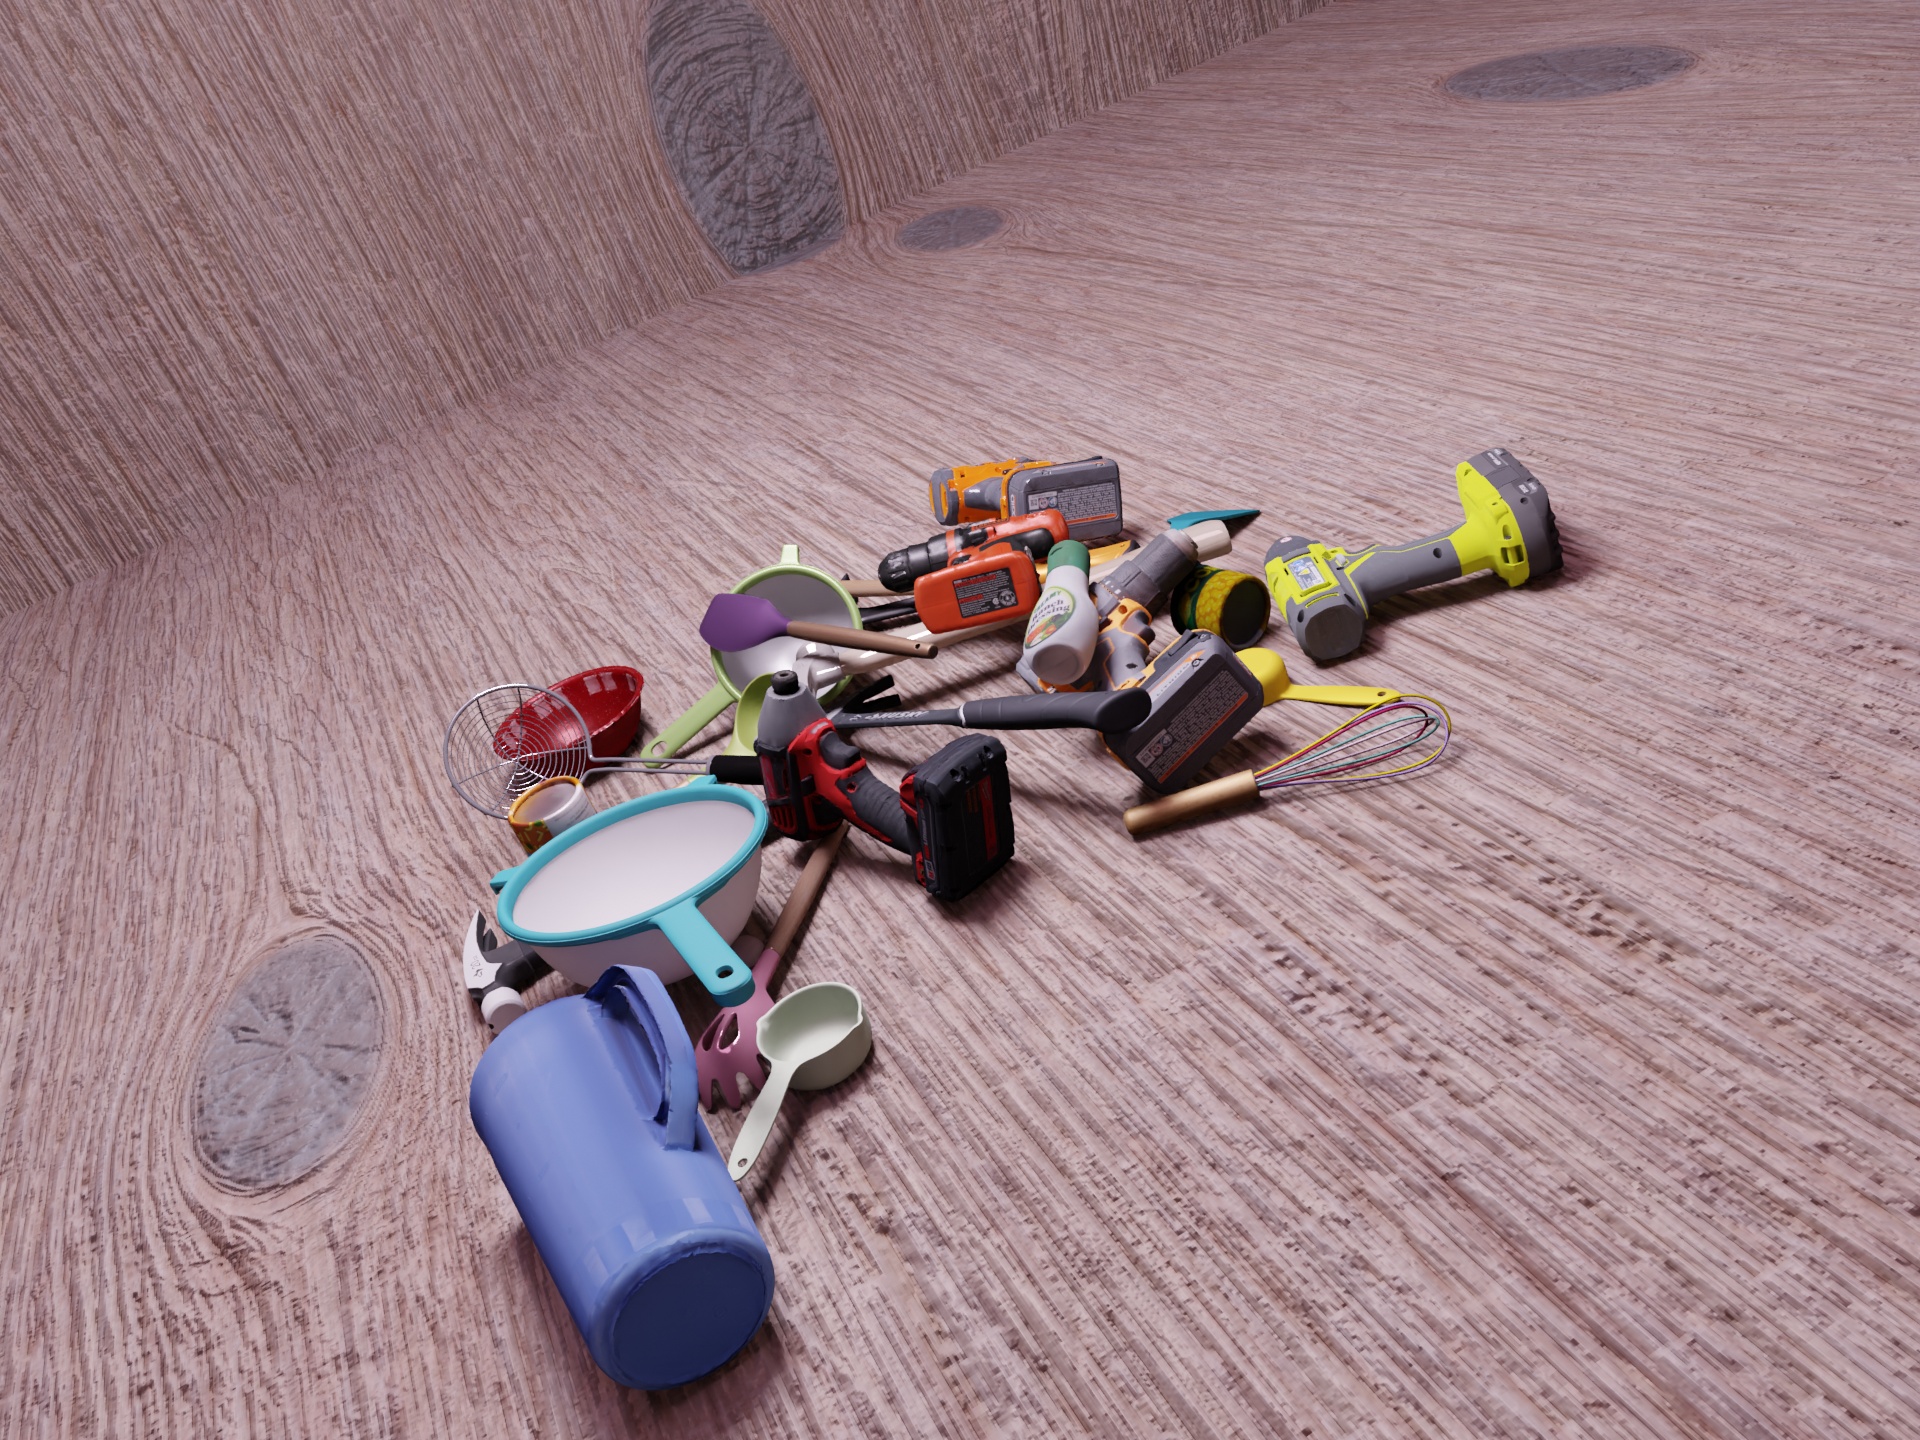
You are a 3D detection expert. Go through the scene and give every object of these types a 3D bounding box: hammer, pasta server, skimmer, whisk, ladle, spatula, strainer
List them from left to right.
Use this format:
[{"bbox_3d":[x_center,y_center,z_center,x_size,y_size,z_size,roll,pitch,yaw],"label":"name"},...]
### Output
[{"bbox_3d":[-0.280,0.031,1.378,0.363,0.090,0.127,1,70,26],"label":"skimmer"},{"bbox_3d":[-0.258,0.133,1.329,0.335,0.035,0.146,-30,31,-15],"label":"hammer"},{"bbox_3d":[-0.267,0.066,1.426,0.320,0.062,0.078,-37,52,-21],"label":"ladle"},{"bbox_3d":[-0.205,0.156,1.149,0.211,0.095,0.341,-26,26,-19],"label":"strainer"},{"bbox_3d":[-0.203,-0.037,1.548,0.256,0.151,0.069,-41,-13,0],"label":"strainer"},{"bbox_3d":[-0.132,0.167,1.202,0.060,0.040,0.316,-10,27,20],"label":"pasta server"},{"bbox_3d":[-0.135,-0.077,1.425,0.316,0.018,0.060,11,73,43],"label":"spatula"},{"bbox_3d":[-0.002,-0.004,1.295,0.149,0.036,0.409,-30,17,-37],"label":"hammer"},{"bbox_3d":[0.019,-0.133,1.590,0.337,0.034,0.127,-11,32,18],"label":"hammer"},{"bbox_3d":[0.046,-0.097,1.425,0.410,0.038,0.146,-19,18,1],"label":"hammer"},{"bbox_3d":[0.185,-0.123,1.479,0.082,0.044,0.318,3,42,35],"label":"spatula"},{"bbox_3d":[0.236,0.035,1.162,0.245,0.047,0.051,-19,30,11],"label":"whisk"}]

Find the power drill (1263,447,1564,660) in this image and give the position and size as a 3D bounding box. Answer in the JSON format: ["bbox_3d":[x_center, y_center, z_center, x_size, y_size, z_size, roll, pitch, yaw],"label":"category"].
[{"bbox_3d":[0.370,-0.143,1.336,0.223,0.080,0.171,-21,29,8],"label":"power drill"}]

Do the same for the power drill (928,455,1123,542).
[{"bbox_3d":[0.081,-0.234,1.646,0.164,0.084,0.227,-12,16,-21],"label":"power drill"}]

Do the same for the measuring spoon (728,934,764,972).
[{"bbox_3d":[-0.206,0.176,1.238,0.124,0.018,0.034,-2,35,32],"label":"measuring spoon"}]

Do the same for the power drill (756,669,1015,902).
[{"bbox_3d":[-0.069,0.045,1.222,0.220,0.143,0.078,17,36,36],"label":"power drill"}]

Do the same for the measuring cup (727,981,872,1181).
[{"bbox_3d":[-0.110,0.244,1.047,0.083,0.038,0.168,-6,35,26],"label":"measuring cup"}]

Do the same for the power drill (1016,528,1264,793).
[{"bbox_3d":[0.155,-0.058,1.282,0.185,0.084,0.226,-45,30,3],"label":"power drill"}]

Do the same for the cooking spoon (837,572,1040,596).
[{"bbox_3d":[-0.062,-0.132,1.587,0.319,0.017,0.069,3,39,34],"label":"cooking spoon"}]

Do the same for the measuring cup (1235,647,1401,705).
[{"bbox_3d":[0.273,-0.032,1.258,0.157,0.029,0.062,6,39,42],"label":"measuring cup"}]
